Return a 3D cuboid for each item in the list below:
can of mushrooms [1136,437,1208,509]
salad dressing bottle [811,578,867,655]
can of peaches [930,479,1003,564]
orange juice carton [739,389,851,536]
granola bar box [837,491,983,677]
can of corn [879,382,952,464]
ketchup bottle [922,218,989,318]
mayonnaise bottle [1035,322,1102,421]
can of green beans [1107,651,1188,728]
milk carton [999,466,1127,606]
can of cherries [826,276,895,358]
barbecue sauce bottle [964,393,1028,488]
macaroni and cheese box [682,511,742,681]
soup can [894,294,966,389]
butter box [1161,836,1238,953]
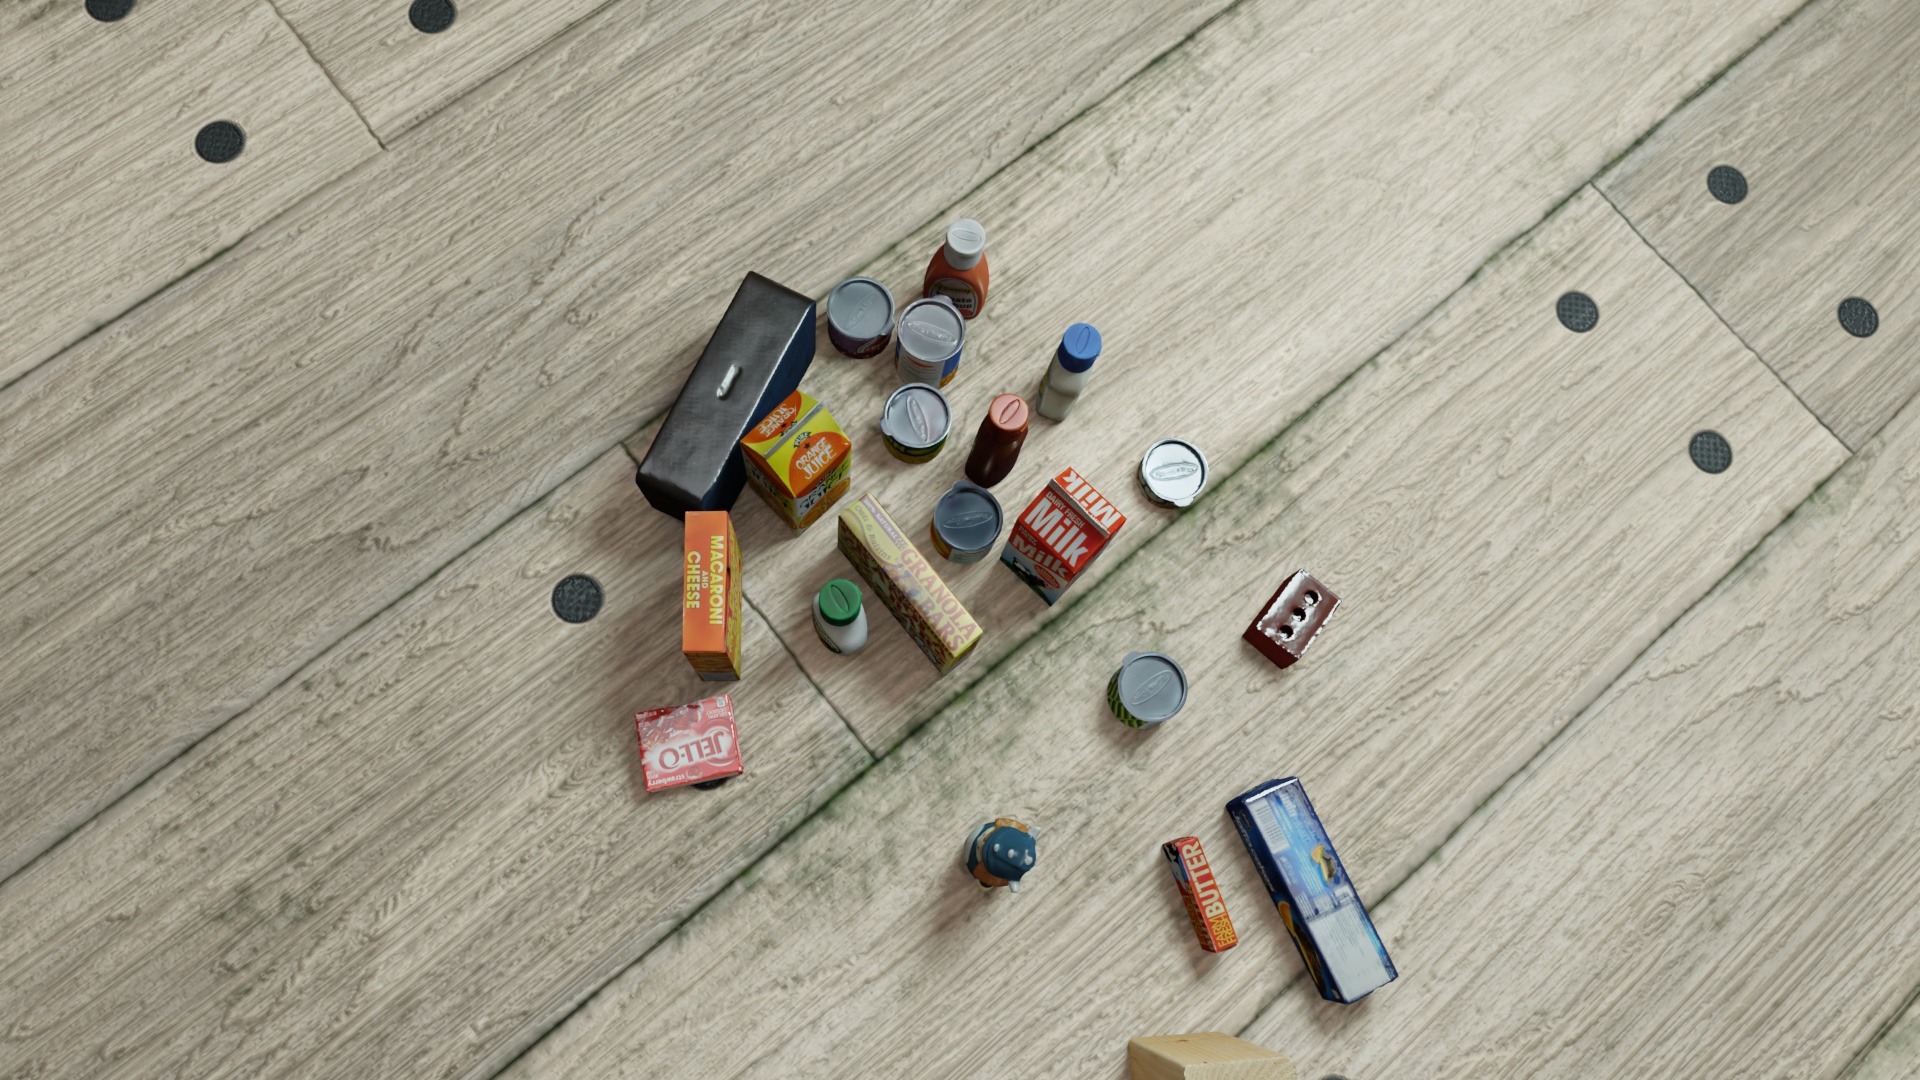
[{"bbox_3d":[0.210,-0.064,1.380,0.071,0.033,0.071,1,75,-5],"label":"can of mushrooms"},{"bbox_3d":[-0.109,0.067,1.258,0.044,0.147,0.064,-29,80,-11],"label":"salad dressing bottle"},{"bbox_3d":[0.005,-0.017,1.336,0.071,0.058,0.071,1,76,-5],"label":"can of peaches"},{"bbox_3d":[-0.149,-0.073,1.267,0.073,0.192,0.072,44,77,6],"label":"orange juice carton"},{"bbox_3d":[-0.048,0.043,1.282,0.039,0.124,0.165,-38,82,-13],"label":"granola bar box"},{"bbox_3d":[-0.046,-0.112,1.356,0.071,0.058,0.071,1,76,-5],"label":"can of corn"},{"bbox_3d":[-0.001,-0.265,1.353,0.065,0.148,0.043,13,75,-2],"label":"ketchup bottle"},{"bbox_3d":[0.105,-0.166,1.338,0.041,0.147,0.065,20,75,0],"label":"mayonnaise bottle"},{"bbox_3d":[0.175,0.142,1.311,0.071,0.057,0.071,1,76,-5],"label":"can of green beans"},{"bbox_3d":[0.094,-0.006,1.273,0.072,0.190,0.073,44,76,6],"label":"milk carton"},{"bbox_3d":[-0.098,-0.218,1.379,0.071,0.058,0.071,1,76,-5],"label":"can of cherries"},{"bbox_3d":[0.038,-0.097,1.313,0.044,0.148,0.065,37,76,4],"label":"barbecue sauce bottle"},{"bbox_3d":[-0.219,0.053,1.241,0.040,0.166,0.124,0,76,-5],"label":"macaroni and cheese box"},{"bbox_3d":[-0.030,-0.194,1.366,0.071,0.083,0.071,1,76,-5],"label":"soup can"},{"bbox_3d":[0.219,0.323,1.270,0.024,0.053,0.103,-18,78,-9],"label":"butter box"}]
